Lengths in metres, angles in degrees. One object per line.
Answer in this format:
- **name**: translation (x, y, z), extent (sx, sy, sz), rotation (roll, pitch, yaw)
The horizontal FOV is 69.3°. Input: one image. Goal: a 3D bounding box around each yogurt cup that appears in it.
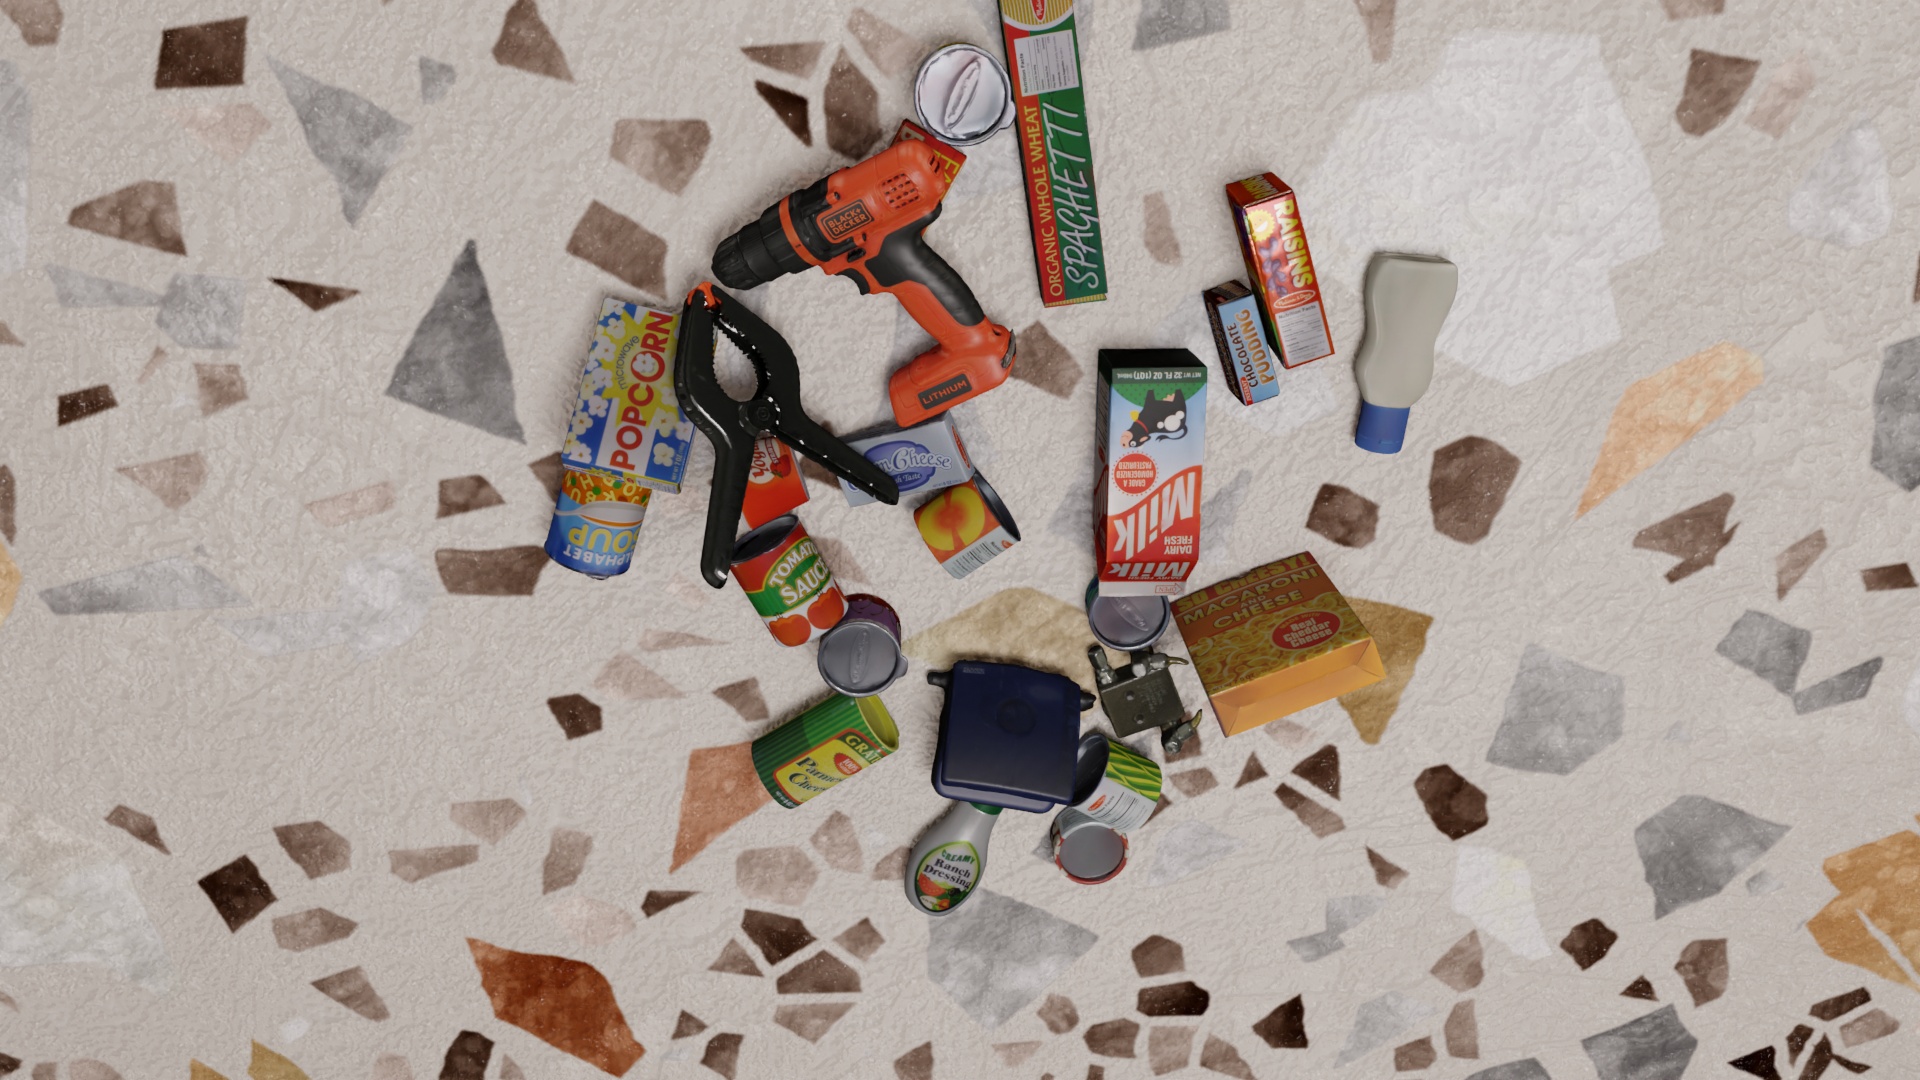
- **yogurt cup**: translation (-0.148, -0.047, 1.053), extent (0.054, 0.072, 0.072), rotation (-20, 111, -3)

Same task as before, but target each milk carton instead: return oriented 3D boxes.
- **milk carton**: translation (0.142, -0.046, 1.055), extent (0.072, 0.074, 0.189), rotation (-1, 109, -3)

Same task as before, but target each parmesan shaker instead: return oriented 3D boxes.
- **parmesan shaker**: translation (-0.110, 0.169, 1.139), extent (0.103, 0.071, 0.071), rotation (-31, 110, 10)

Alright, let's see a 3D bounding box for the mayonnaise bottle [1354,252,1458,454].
- **mayonnaise bottle**: translation (0.329, -0.140, 1.049), extent (0.065, 0.041, 0.147), rotation (4, 112, -3)

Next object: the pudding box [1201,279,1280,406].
- **pudding box**: translation (0.209, -0.148, 1.035), extent (0.030, 0.050, 0.083), rotation (-19, 112, 3)

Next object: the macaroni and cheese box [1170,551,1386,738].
- **macaroni and cheese box**: translation (0.236, 0.074, 1.061), extent (0.124, 0.167, 0.040), rotation (-21, 111, 6)

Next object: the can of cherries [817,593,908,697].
- **can of cherries**: translation (-0.077, 0.084, 1.110), extent (0.071, 0.058, 0.071), rotation (-1, 111, -2)

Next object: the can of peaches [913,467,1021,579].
- **can of peaches**: translation (0.004, -0.013, 1.072), extent (0.058, 0.071, 0.071), rotation (-34, 109, 11)

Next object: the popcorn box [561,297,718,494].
- **popcorn box**: translation (-0.231, -0.104, 1.006), extent (0.085, 0.038, 0.127), rotation (13, 76, -7)

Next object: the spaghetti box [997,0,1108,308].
- **spaghetti box**: translation (0.064, -0.290, 0.983), extent (0.050, 0.029, 0.249), rotation (-9, 112, 1)

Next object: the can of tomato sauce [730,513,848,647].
- **can of tomato sauce**: translation (-0.134, 0.032, 1.080), extent (0.071, 0.071, 0.083), rotation (-26, 111, 8)

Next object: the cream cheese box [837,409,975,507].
- **cream cheese box**: translation (-0.046, -0.062, 1.054), extent (0.103, 0.024, 0.053), rotation (-12, 113, 25)

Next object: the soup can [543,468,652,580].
- **soup can**: translation (-0.271, -0.023, 1.052), extent (0.071, 0.071, 0.083), rotation (18, 110, -9)

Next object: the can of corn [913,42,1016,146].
- **can of corn**: translation (0.003, -0.307, 0.958), extent (0.071, 0.058, 0.071), rotation (-1, 112, -2)

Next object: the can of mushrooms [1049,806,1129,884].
- **can of mushrooms**: translation (0.113, 0.264, 1.202), extent (0.071, 0.033, 0.070), rotation (-1, 111, -3)

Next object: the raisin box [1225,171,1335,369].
- **raisin box**: translation (0.228, -0.195, 0.997), extent (0.040, 0.086, 0.123), rotation (-17, 112, 9)

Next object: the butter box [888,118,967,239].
- **butter box**: translation (-0.042, -0.245, 0.999), extent (0.053, 0.024, 0.103), rotation (27, 109, -13)

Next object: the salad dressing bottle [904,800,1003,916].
- **salad dressing bottle**: translation (0.003, 0.251, 1.187), extent (0.064, 0.044, 0.147), rotation (24, 108, -10)

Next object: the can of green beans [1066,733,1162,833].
- **can of green beans**: translation (0.126, 0.203, 1.159), extent (0.058, 0.071, 0.071), rotation (29, 108, -19)

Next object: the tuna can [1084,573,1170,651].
- **tuna can**: translation (0.136, 0.051, 1.119), extent (0.071, 0.033, 0.070), rotation (-1, 112, -2)
